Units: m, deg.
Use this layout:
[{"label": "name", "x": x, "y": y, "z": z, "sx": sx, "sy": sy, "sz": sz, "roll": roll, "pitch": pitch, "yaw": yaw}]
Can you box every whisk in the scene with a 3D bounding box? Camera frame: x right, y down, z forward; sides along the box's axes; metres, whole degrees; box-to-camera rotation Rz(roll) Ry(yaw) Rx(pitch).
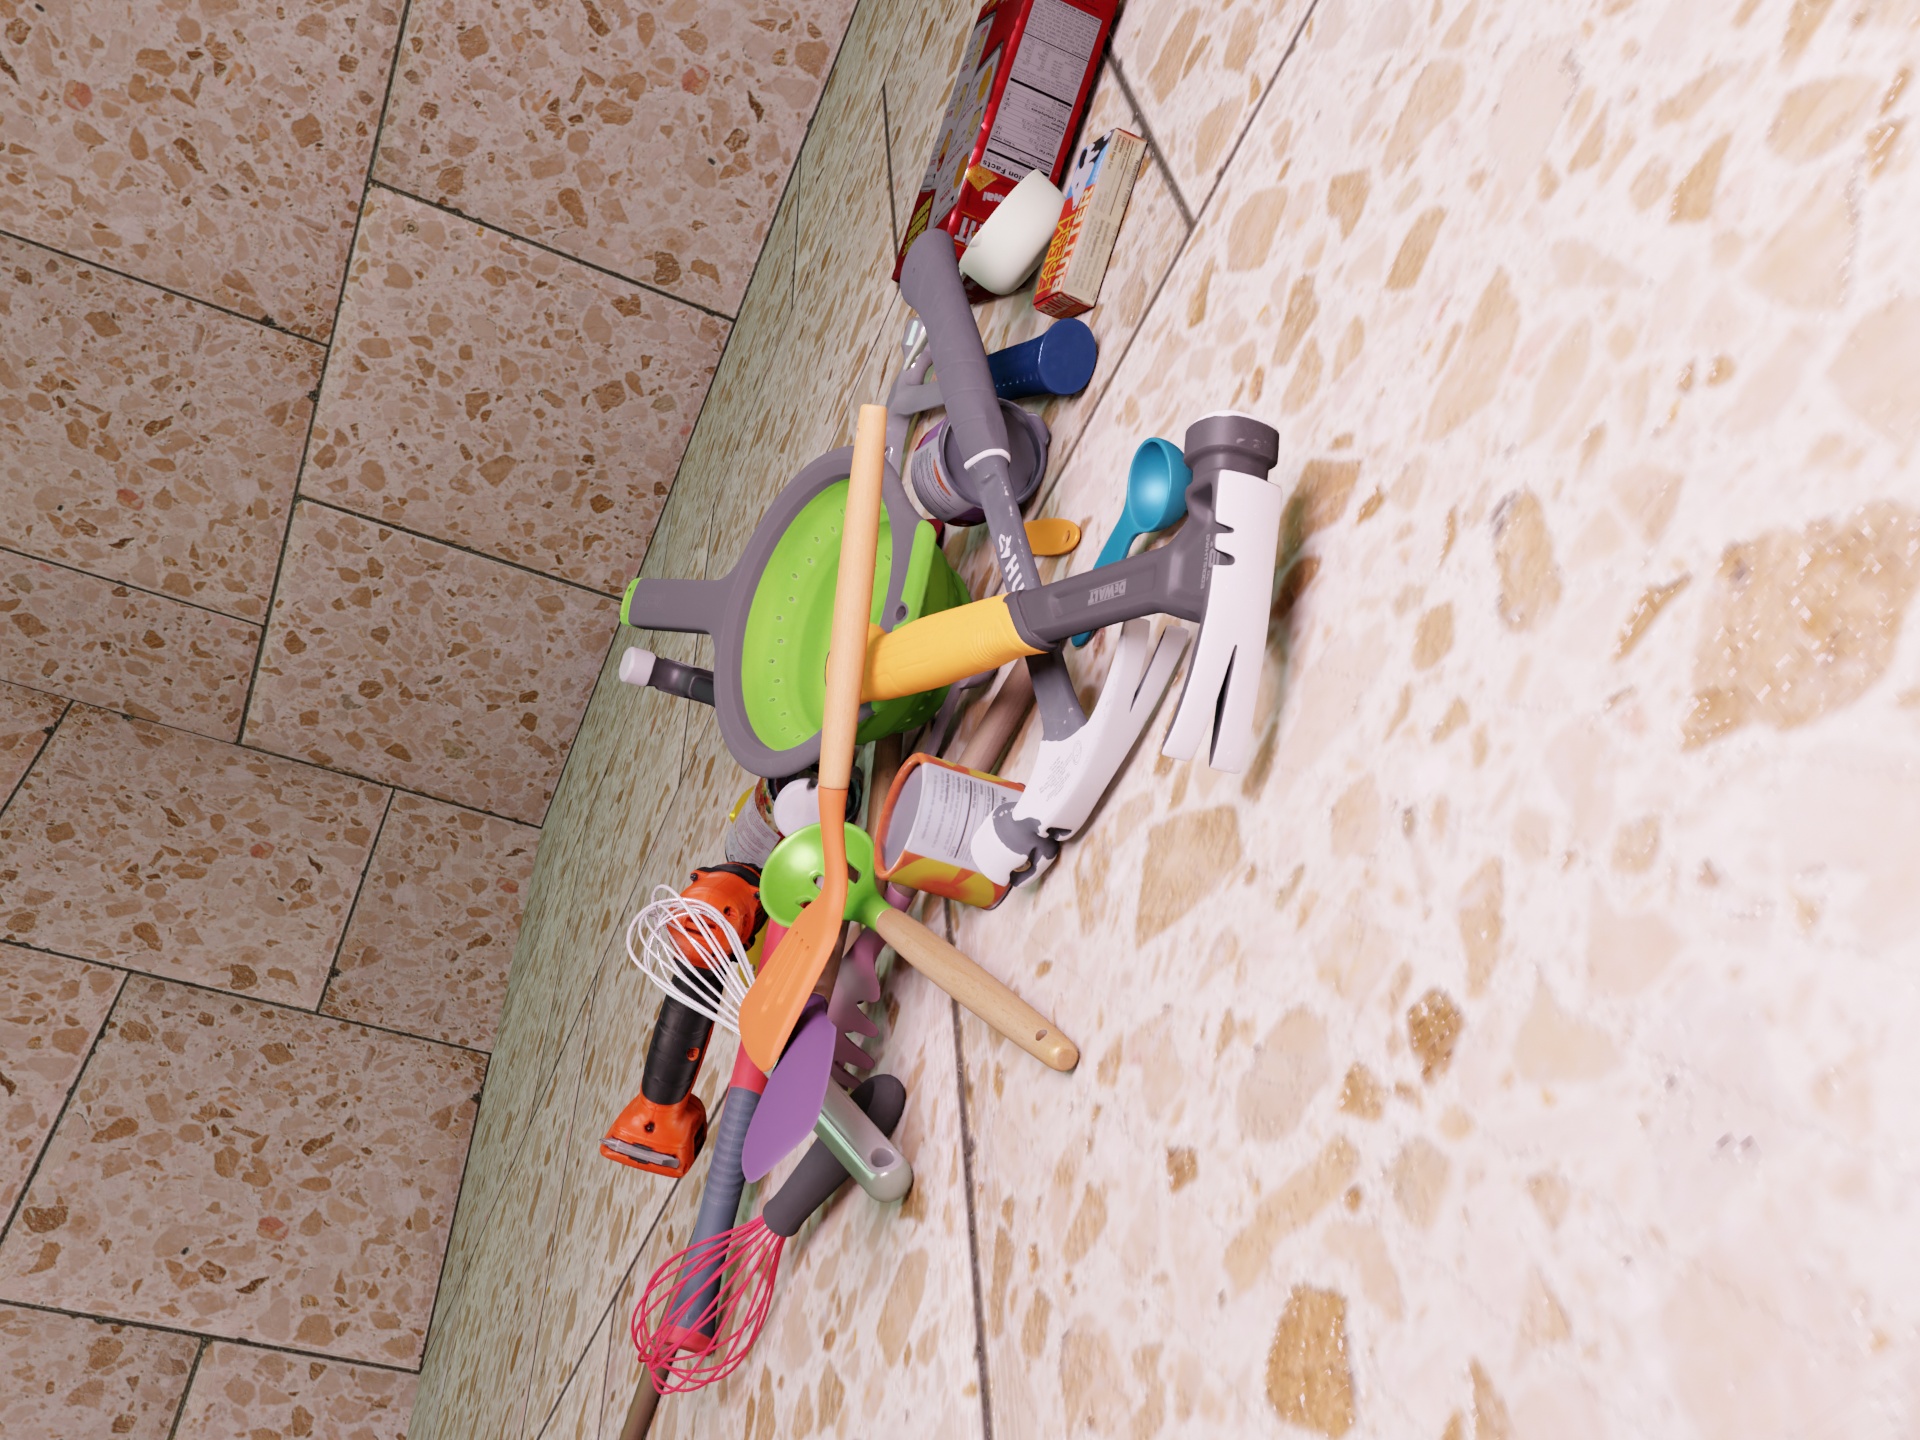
[{"label": "whisk", "x": -0.109, "y": 0.289, "z": 0.889, "sx": 0.295, "sy": 0.073, "sz": 0.073, "roll": -54, "pitch": 24, "yaw": 30}, {"label": "whisk", "x": -0.104, "y": 0.167, "z": 0.841, "sx": 0.247, "sy": 0.058, "sz": 0.059, "roll": 39, "pitch": 136, "yaw": 38}]

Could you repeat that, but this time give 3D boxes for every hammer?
[{"label": "hammer", "x": -0.128, "y": 0.213, "z": 1.004, "sx": 0.143, "sy": 0.038, "sz": 0.386, "roll": -65, "pitch": -11, "yaw": -82}, {"label": "hammer", "x": 0.003, "y": -0.221, "z": 1.076, "sx": 0.406, "sy": 0.035, "sz": 0.144, "roll": -155, "pitch": 83, "yaw": -73}, {"label": "hammer", "x": 0.018, "y": -0.123, "z": 0.807, "sx": 0.149, "sy": 0.036, "sz": 0.409, "roll": -55, "pitch": 36, "yaw": 40}, {"label": "hammer", "x": -0.160, "y": -0.003, "z": 1.268, "sx": 0.335, "sy": 0.146, "sz": 0.035, "roll": 23, "pitch": 95, "yaw": 61}, {"label": "hammer", "x": 0.019, "y": -0.032, "z": 0.697, "sx": 0.337, "sy": 0.034, "sz": 0.127, "roll": -11, "pitch": 69, "yaw": 61}]

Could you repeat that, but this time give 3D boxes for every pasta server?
[{"label": "pasta server", "x": -0.012, "y": 0.072, "z": 0.854, "sx": 0.316, "sy": 0.040, "sz": 0.060, "roll": -61, "pitch": 20, "yaw": 21}]

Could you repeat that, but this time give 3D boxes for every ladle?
[{"label": "ladle", "x": -0.044, "y": -0.006, "z": 1.028, "sx": 0.069, "sy": 0.031, "sz": 0.316, "roll": -46, "pitch": 33, "yaw": 51}]

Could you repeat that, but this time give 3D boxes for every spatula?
[{"label": "spatula", "x": -0.068, "y": 0.008, "z": 0.776, "sx": 0.081, "sy": 0.041, "sz": 0.322, "roll": -153, "pitch": 68, "yaw": -70}, {"label": "spatula", "x": -0.075, "y": 0.137, "z": 0.827, "sx": 0.059, "sy": 0.018, "sz": 0.316, "roll": -43, "pitch": 13, "yaw": 16}]

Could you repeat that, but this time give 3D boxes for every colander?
[{"label": "colander", "x": -0.106, "y": -0.062, "z": 1.033, "sx": 0.397, "sy": 0.094, "sz": 0.204, "roll": 8, "pitch": 82, "yaw": 55}]

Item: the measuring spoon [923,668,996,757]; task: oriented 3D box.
[{"label": "measuring spoon", "x": -0.001, "y": -0.003, "z": 0.919, "sx": 0.034, "sy": 0.018, "sz": 0.124, "roll": -91, "pitch": 18, "yaw": -45}]

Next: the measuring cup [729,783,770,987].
[{"label": "measuring cup", "x": -0.145, "y": 0.124, "z": 1.184, "sx": 0.029, "sy": 0.062, "sz": 0.156, "roll": 8, "pitch": 92, "yaw": 63}]

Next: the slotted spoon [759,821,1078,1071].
[{"label": "slotted spoon", "x": -0.026, "y": 0.108, "z": 0.776, "sx": 0.070, "sy": 0.031, "sz": 0.314, "roll": -44, "pitch": 26, "yaw": -12}]

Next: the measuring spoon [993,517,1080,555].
[{"label": "measuring spoon", "x": 0.044, "y": -0.100, "z": 0.880, "sx": 0.117, "sy": 0.011, "sz": 0.021, "roll": 18, "pitch": 90, "yaw": 69}]

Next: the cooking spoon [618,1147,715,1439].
[{"label": "cooking spoon", "x": -0.184, "y": 0.374, "z": 1.093, "sx": 0.069, "sy": 0.017, "sz": 0.319, "roll": -142, "pitch": 72, "yaw": -73}]

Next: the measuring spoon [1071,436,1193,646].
[{"label": "measuring spoon", "x": 0.080, "y": -0.078, "z": 0.738, "sx": 0.128, "sy": 0.021, "sz": 0.042, "roll": 114, "pitch": 150, "yaw": -48}]

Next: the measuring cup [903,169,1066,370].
[{"label": "measuring cup", "x": 0.015, "y": -0.276, "z": 1.022, "sx": 0.167, "sy": 0.038, "sz": 0.083, "roll": -49, "pitch": 3, "yaw": 42}]
